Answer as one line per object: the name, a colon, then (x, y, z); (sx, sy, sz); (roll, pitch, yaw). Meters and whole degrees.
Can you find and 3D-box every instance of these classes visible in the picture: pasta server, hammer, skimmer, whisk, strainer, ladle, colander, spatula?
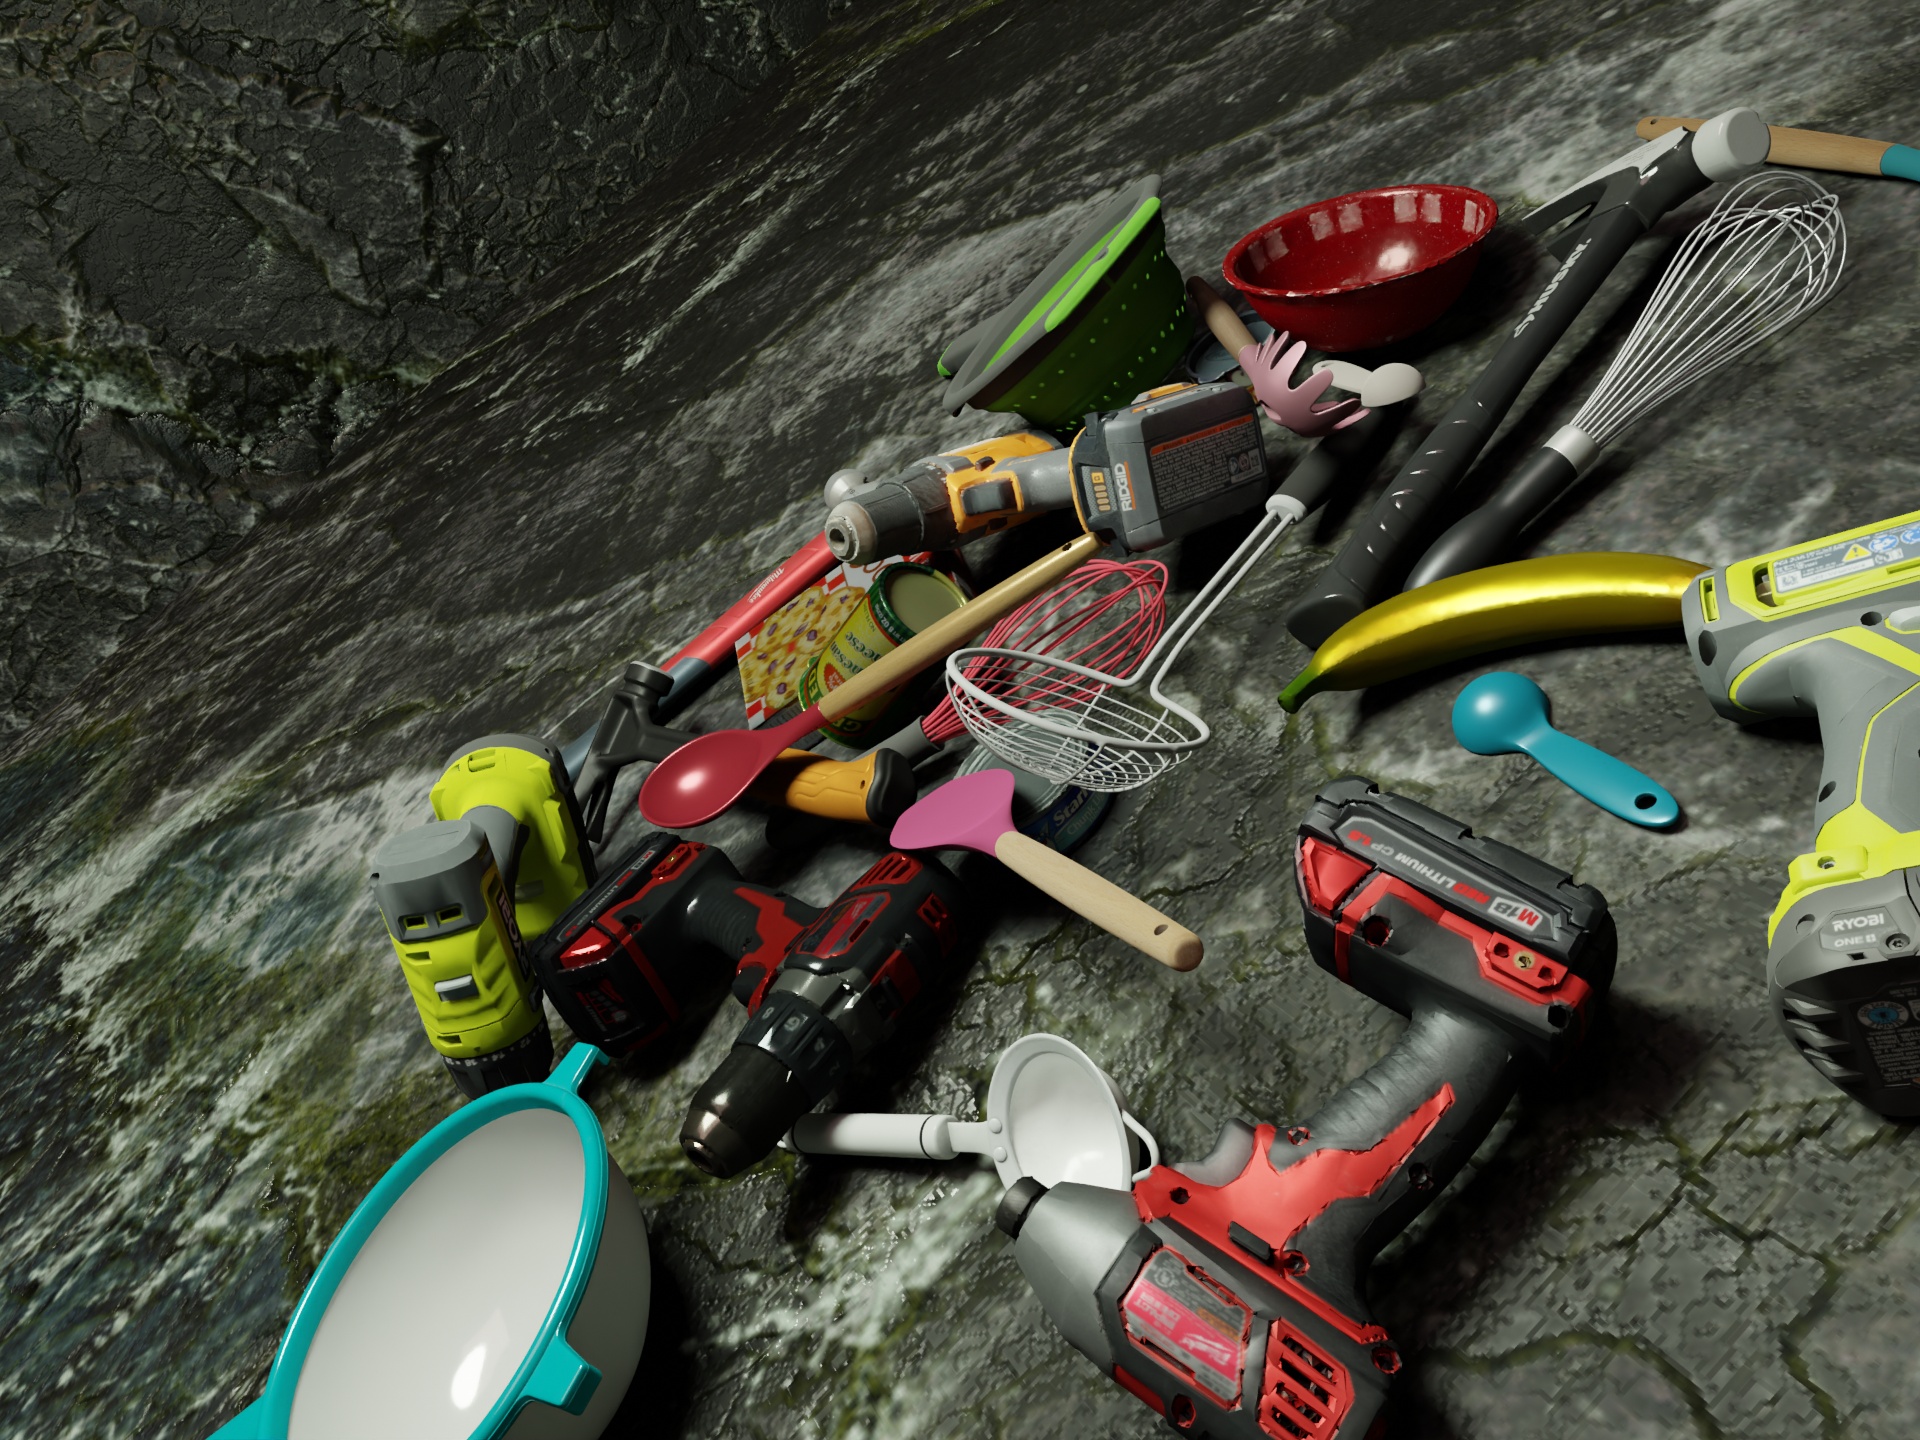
pasta server: (0.173, -0.229, 0.948); (0.040, 0.060, 0.316); (-44, 22, 18)
hammer: (-0.193, -0.035, 1.163); (0.386, 0.038, 0.143); (-41, 33, -2)
skimmer: (0.134, -0.092, 0.806); (0.127, 0.090, 0.363); (25, 58, 31)
whisk: (-0.001, -0.003, 0.908); (0.296, 0.073, 0.073); (-34, 31, 22)
strainer: (-0.001, 0.179, 0.690); (0.258, 0.050, 0.087); (-13, 84, 44)
ladle: (-0.054, -0.019, 0.868); (0.315, 0.031, 0.069); (-30, 40, 24)
strainer: (-0.260, 0.318, 0.739); (0.340, 0.095, 0.211); (-38, 32, 13)
colander: (0.068, -0.262, 1.144); (0.204, 0.094, 0.397); (-50, 14, -6)
spatula: (0.454, -0.299, 0.813); (0.082, 0.044, 0.318); (-42, 30, 2)
hammer: (0.275, -0.171, 0.826); (0.335, 0.035, 0.146); (-52, 14, -10)
whisk: (0.317, -0.151, 0.765); (0.284, 0.070, 0.070); (-45, 31, 1)
hammer: (-0.141, 0.034, 0.974); (0.337, 0.034, 0.127); (8, 72, 51)

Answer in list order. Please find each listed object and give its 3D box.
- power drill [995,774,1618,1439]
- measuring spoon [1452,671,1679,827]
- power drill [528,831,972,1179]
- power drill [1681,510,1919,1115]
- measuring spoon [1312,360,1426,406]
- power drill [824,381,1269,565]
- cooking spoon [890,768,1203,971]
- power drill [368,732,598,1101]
power drill: (0.118, 0.136, 0.548); (0.143, 0.078, 0.220); (27, 70, 29)
measuring spoon: (0.247, 0.009, 0.659); (0.042, 0.021, 0.129); (-40, 30, -1)
power drill: (-0.122, 0.138, 0.811); (0.227, 0.080, 0.188); (1, 37, 43)
power drill: (0.338, 0.008, 0.519); (0.171, 0.080, 0.223); (-17, 35, 32)
measuring spoon: (0.223, -0.197, 0.892); (0.034, 0.018, 0.124); (-22, 22, -2)
power drill: (0.044, -0.138, 0.949); (0.185, 0.084, 0.226); (-25, 17, -39)
cooking spoon: (0.030, 0.061, 0.694); (0.069, 0.017, 0.319); (-34, 15, -11)
power drill: (-0.270, 0.121, 0.937); (0.080, 0.190, 0.229); (-13, 22, -2)
